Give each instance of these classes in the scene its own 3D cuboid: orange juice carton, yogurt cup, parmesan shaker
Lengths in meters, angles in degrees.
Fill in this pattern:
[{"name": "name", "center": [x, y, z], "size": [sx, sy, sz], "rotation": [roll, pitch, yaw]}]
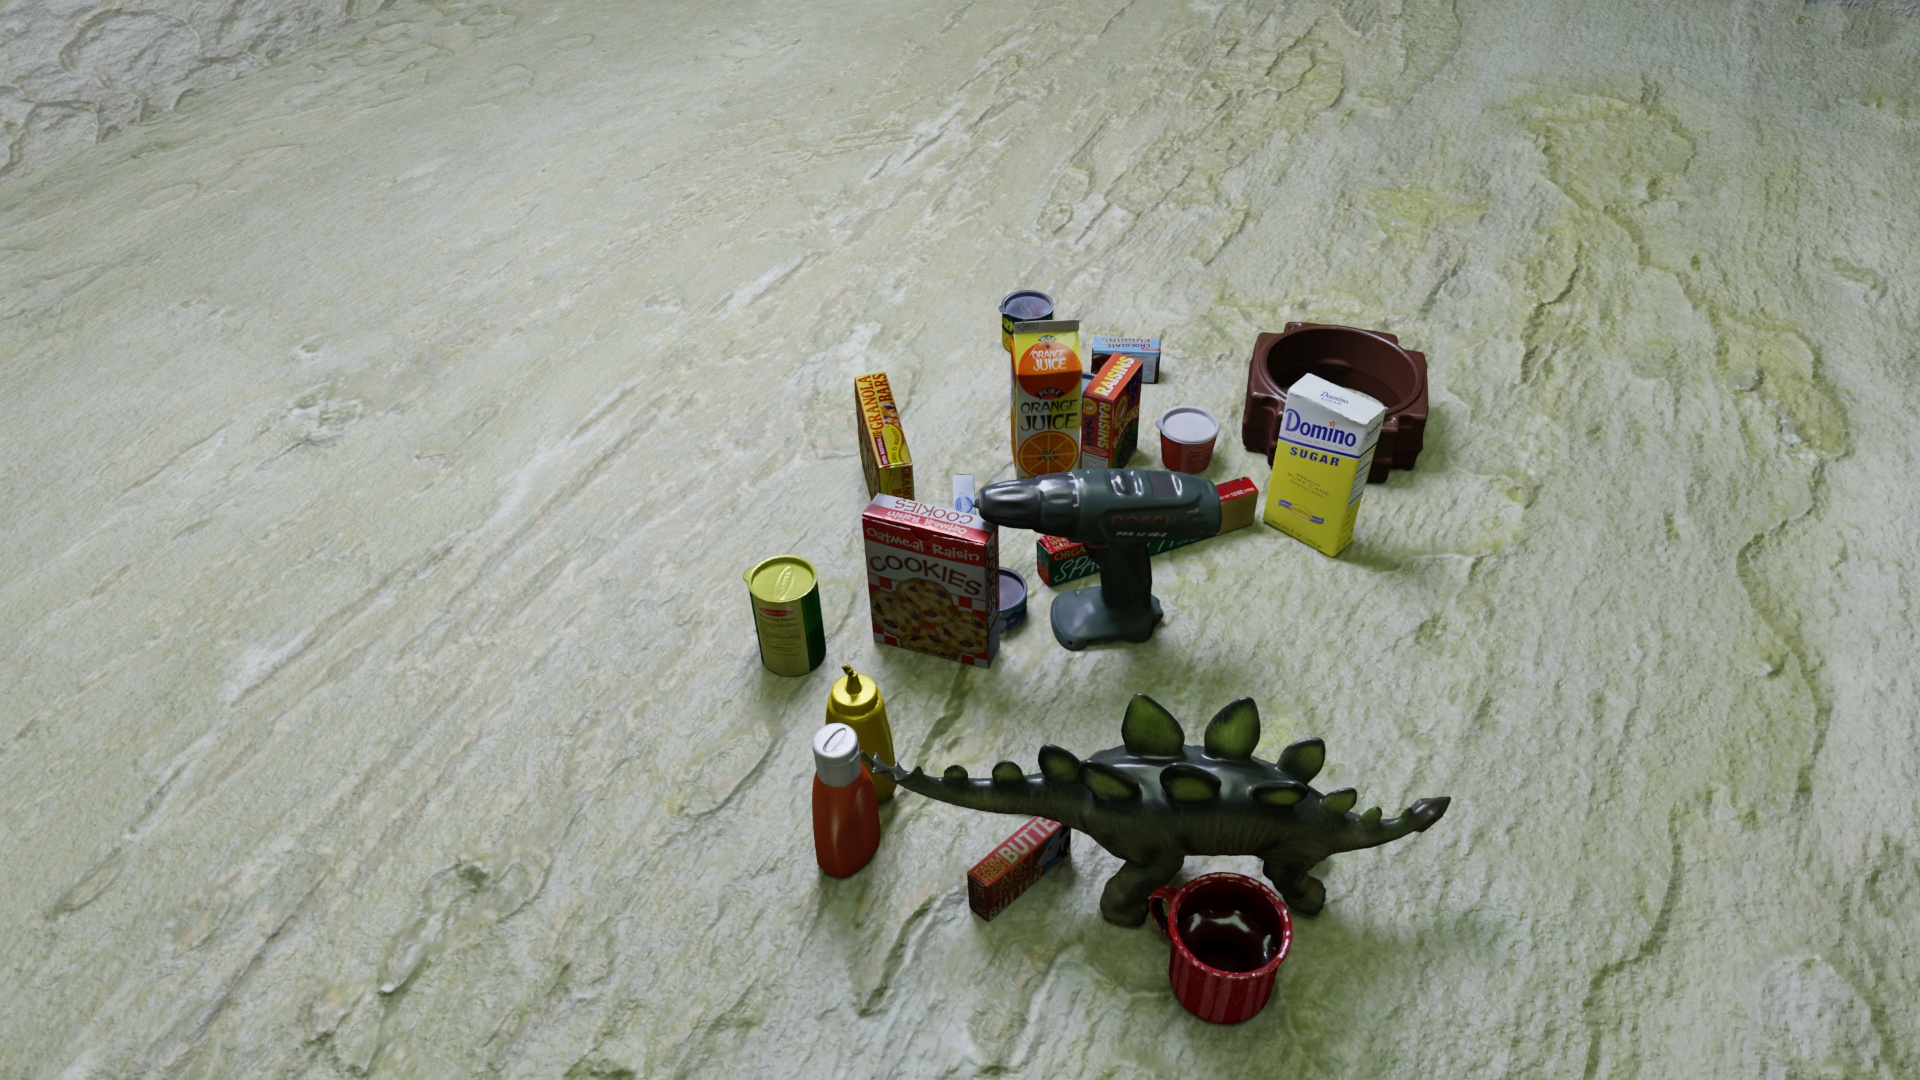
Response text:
[{"name": "orange juice carton", "center": [0.093, -0.161, 1.526], "size": [0.072, 0.191, 0.073], "rotation": [-4, 42, -2]}, {"name": "yogurt cup", "center": [0.257, -0.112, 1.570], "size": [0.072, 0.053, 0.073], "rotation": [-1, 42, 1]}, {"name": "parmesan shaker", "center": [-0.169, 0.072, 1.341], "size": [0.071, 0.102, 0.072], "rotation": [-1, 42, 1]}]

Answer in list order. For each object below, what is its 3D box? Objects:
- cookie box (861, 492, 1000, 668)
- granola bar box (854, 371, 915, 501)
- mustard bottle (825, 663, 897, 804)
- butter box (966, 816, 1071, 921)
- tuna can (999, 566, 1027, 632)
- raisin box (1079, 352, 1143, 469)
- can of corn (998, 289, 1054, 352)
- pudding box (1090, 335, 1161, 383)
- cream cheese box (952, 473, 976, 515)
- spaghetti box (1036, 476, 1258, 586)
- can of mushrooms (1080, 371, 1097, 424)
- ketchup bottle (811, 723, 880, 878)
[{"name": "cookie box", "center": [-0.026, 0.041, 1.324], "size": [0.123, 0.166, 0.040], "rotation": [13, 44, 16]}, {"name": "granola bar box", "center": [-0.081, -0.084, 1.496], "size": [0.039, 0.123, 0.166], "rotation": [-9, 42, -8]}, {"name": "mustard bottle", "center": [-0.087, 0.162, 1.196], "size": [0.049, 0.159, 0.065], "rotation": [-24, 47, -23]}, {"name": "butter box", "center": [0.050, 0.267, 1.155], "size": [0.104, 0.052, 0.024], "rotation": [-33, 50, -30]}, {"name": "tuna can", "center": [0.033, 0.061, 1.400], "size": [0.071, 0.032, 0.071], "rotation": [-1, 42, 1]}, {"name": "raisin box", "center": [0.167, -0.134, 1.545], "size": [0.040, 0.122, 0.086], "rotation": [19, 46, 22]}, {"name": "can of corn", "center": [0.082, -0.273, 1.752], "size": [0.071, 0.058, 0.071], "rotation": [-1, 42, 1]}, {"name": "pudding box", "center": [0.201, -0.221, 1.696], "size": [0.084, 0.049, 0.030], "rotation": [3, 42, 5]}, {"name": "cream cheese box", "center": [0.005, -0.018, 1.474], "size": [0.024, 0.053, 0.104], "rotation": [-2, 42, -1]}, {"name": "spaghetti box", "center": [0.198, -0.010, 1.461], "size": [0.251, 0.049, 0.029], "rotation": [-16, 44, -16]}, {"name": "can of mushrooms", "center": [0.141, -0.171, 1.655], "size": [0.071, 0.033, 0.071], "rotation": [-1, 42, 1]}, {"name": "ketchup bottle", "center": [-0.097, 0.213, 1.148], "size": [0.043, 0.148, 0.065], "rotation": [21, 47, 23]}]
